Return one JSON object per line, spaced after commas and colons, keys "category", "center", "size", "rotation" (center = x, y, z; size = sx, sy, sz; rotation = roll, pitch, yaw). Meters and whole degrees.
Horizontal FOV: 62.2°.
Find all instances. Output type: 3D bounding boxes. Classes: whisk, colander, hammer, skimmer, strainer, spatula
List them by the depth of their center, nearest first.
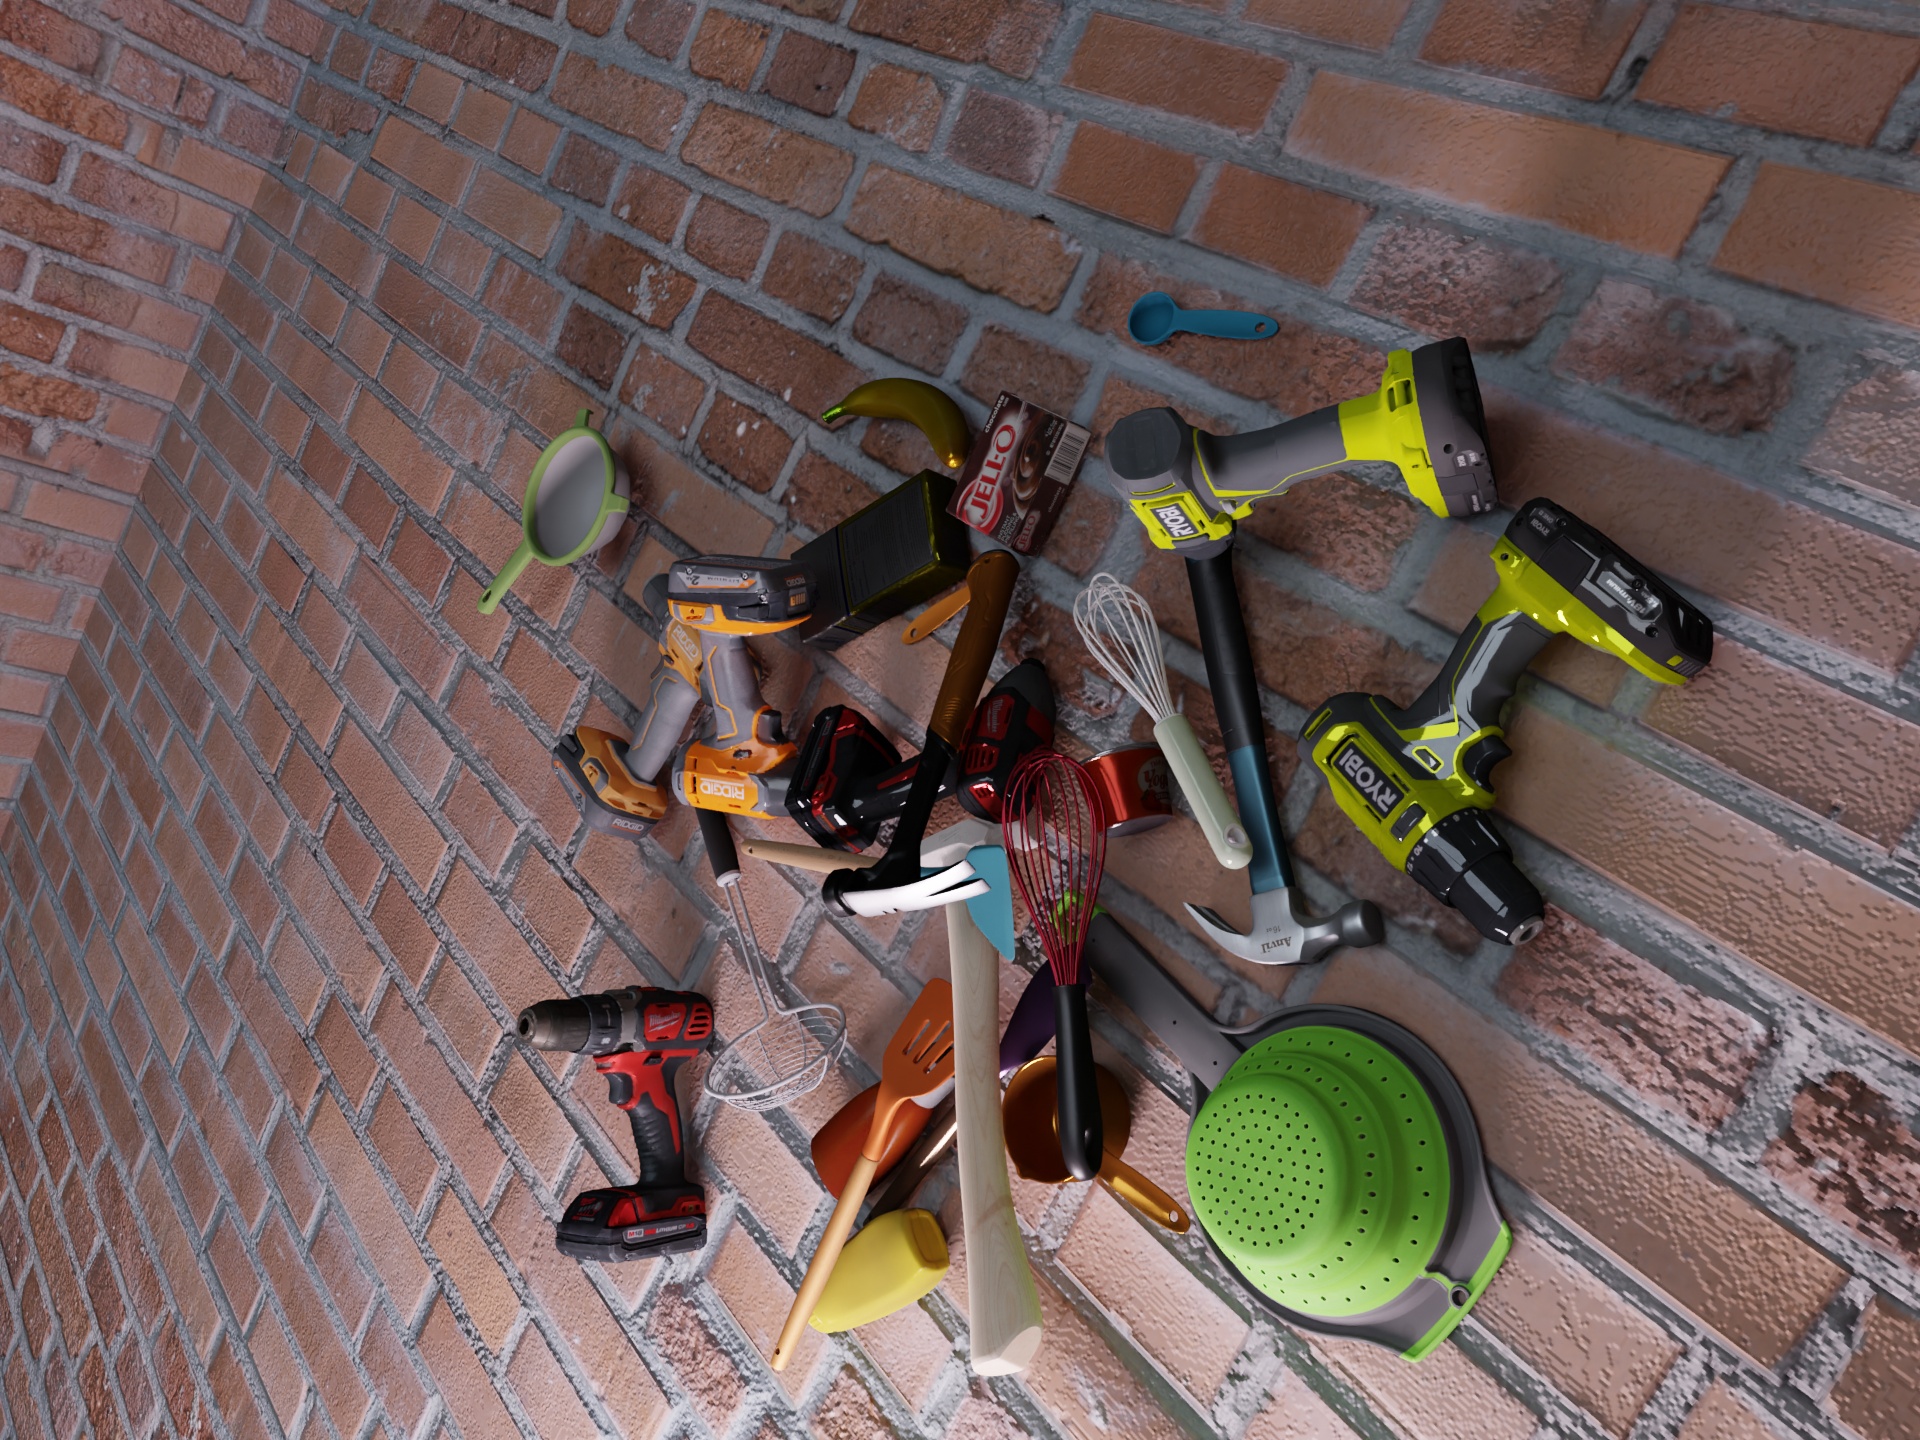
{"category": "colander", "center": [0.161, 0.232, 1.029], "size": [0.398, 0.094, 0.204], "rotation": [43, 108, 40]}
{"category": "whisk", "center": [0.073, 0.161, 1.085], "size": [0.073, 0.073, 0.296], "rotation": [-14, 75, 40]}
{"category": "hammer", "center": [0.197, 0.008, 1.101], "size": [0.128, 0.033, 0.331], "rotation": [-23, 63, 35]}
{"category": "whisk", "center": [0.141, -0.003, 1.105], "size": [0.059, 0.057, 0.247], "rotation": [112, 141, -53]}
{"category": "hammer", "center": [0.005, 0.248, 1.119], "size": [0.146, 0.038, 0.411], "rotation": [-27, 44, 25]}
{"category": "hammer", "center": [-0.002, -0.004, 1.179], "size": [0.127, 0.034, 0.337], "rotation": [-12, 43, 33]}
{"category": "spatula", "center": [0.008, 0.282, 1.189], "size": [0.315, 0.018, 0.060], "rotation": [-56, 30, 25]}
{"category": "spatula", "center": [-0.070, 0.349, 1.199], "size": [0.081, 0.041, 0.322], "rotation": [32, 102, 43]}
{"category": "spatula", "center": [-0.068, 0.115, 1.212], "size": [0.318, 0.044, 0.082], "rotation": [4, 104, 42]}
{"category": "skimmer", "center": [-0.194, 0.173, 1.378], "size": [0.127, 0.090, 0.364], "rotation": [-24, 55, 0]}
{"category": "strainer", "center": [-0.427, -0.197, 1.708], "size": [0.256, 0.069, 0.152], "rotation": [-44, 55, 26]}

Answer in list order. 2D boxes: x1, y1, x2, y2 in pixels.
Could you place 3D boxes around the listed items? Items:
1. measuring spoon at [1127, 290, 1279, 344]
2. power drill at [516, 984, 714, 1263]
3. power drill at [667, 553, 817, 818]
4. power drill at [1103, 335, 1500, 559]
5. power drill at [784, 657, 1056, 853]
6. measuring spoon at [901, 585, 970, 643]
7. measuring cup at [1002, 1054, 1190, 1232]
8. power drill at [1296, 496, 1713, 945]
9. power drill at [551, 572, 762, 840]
{"category": "measuring spoon", "center": [0.187, -0.300, 1.210], "size": [0.129, 0.021, 0.042], "rotation": [16, 90, 35]}
{"category": "power drill", "center": [-0.297, 0.342, 1.364], "size": [0.080, 0.187, 0.227], "rotation": [-10, 76, 40]}
{"category": "power drill", "center": [-0.175, -0.025, 1.383], "size": [0.164, 0.084, 0.226], "rotation": [8, 106, 28]}
{"category": "power drill", "center": [0.223, -0.162, 1.025], "size": [0.223, 0.171, 0.080], "rotation": [-10, 71, 22]}
{"category": "power drill", "center": [-0.023, 0.026, 1.255], "size": [0.220, 0.078, 0.143], "rotation": [-15, 42, 35]}
{"category": "measuring spoon", "center": [-0.009, -0.093, 1.336], "size": [0.117, 0.011, 0.021], "rotation": [-32, 58, 37]}
{"category": "measuring cup", "center": [0.105, 0.298, 1.096], "size": [0.174, 0.052, 0.095], "rotation": [30, 100, 41]}
{"category": "power drill", "center": [0.330, 0.002, 0.951], "size": [0.228, 0.080, 0.191], "rotation": [-54, 49, 22]}
{"category": "power drill", "center": [-0.302, -0.021, 1.539], "size": [0.226, 0.084, 0.186], "rotation": [-53, 50, 13]}
